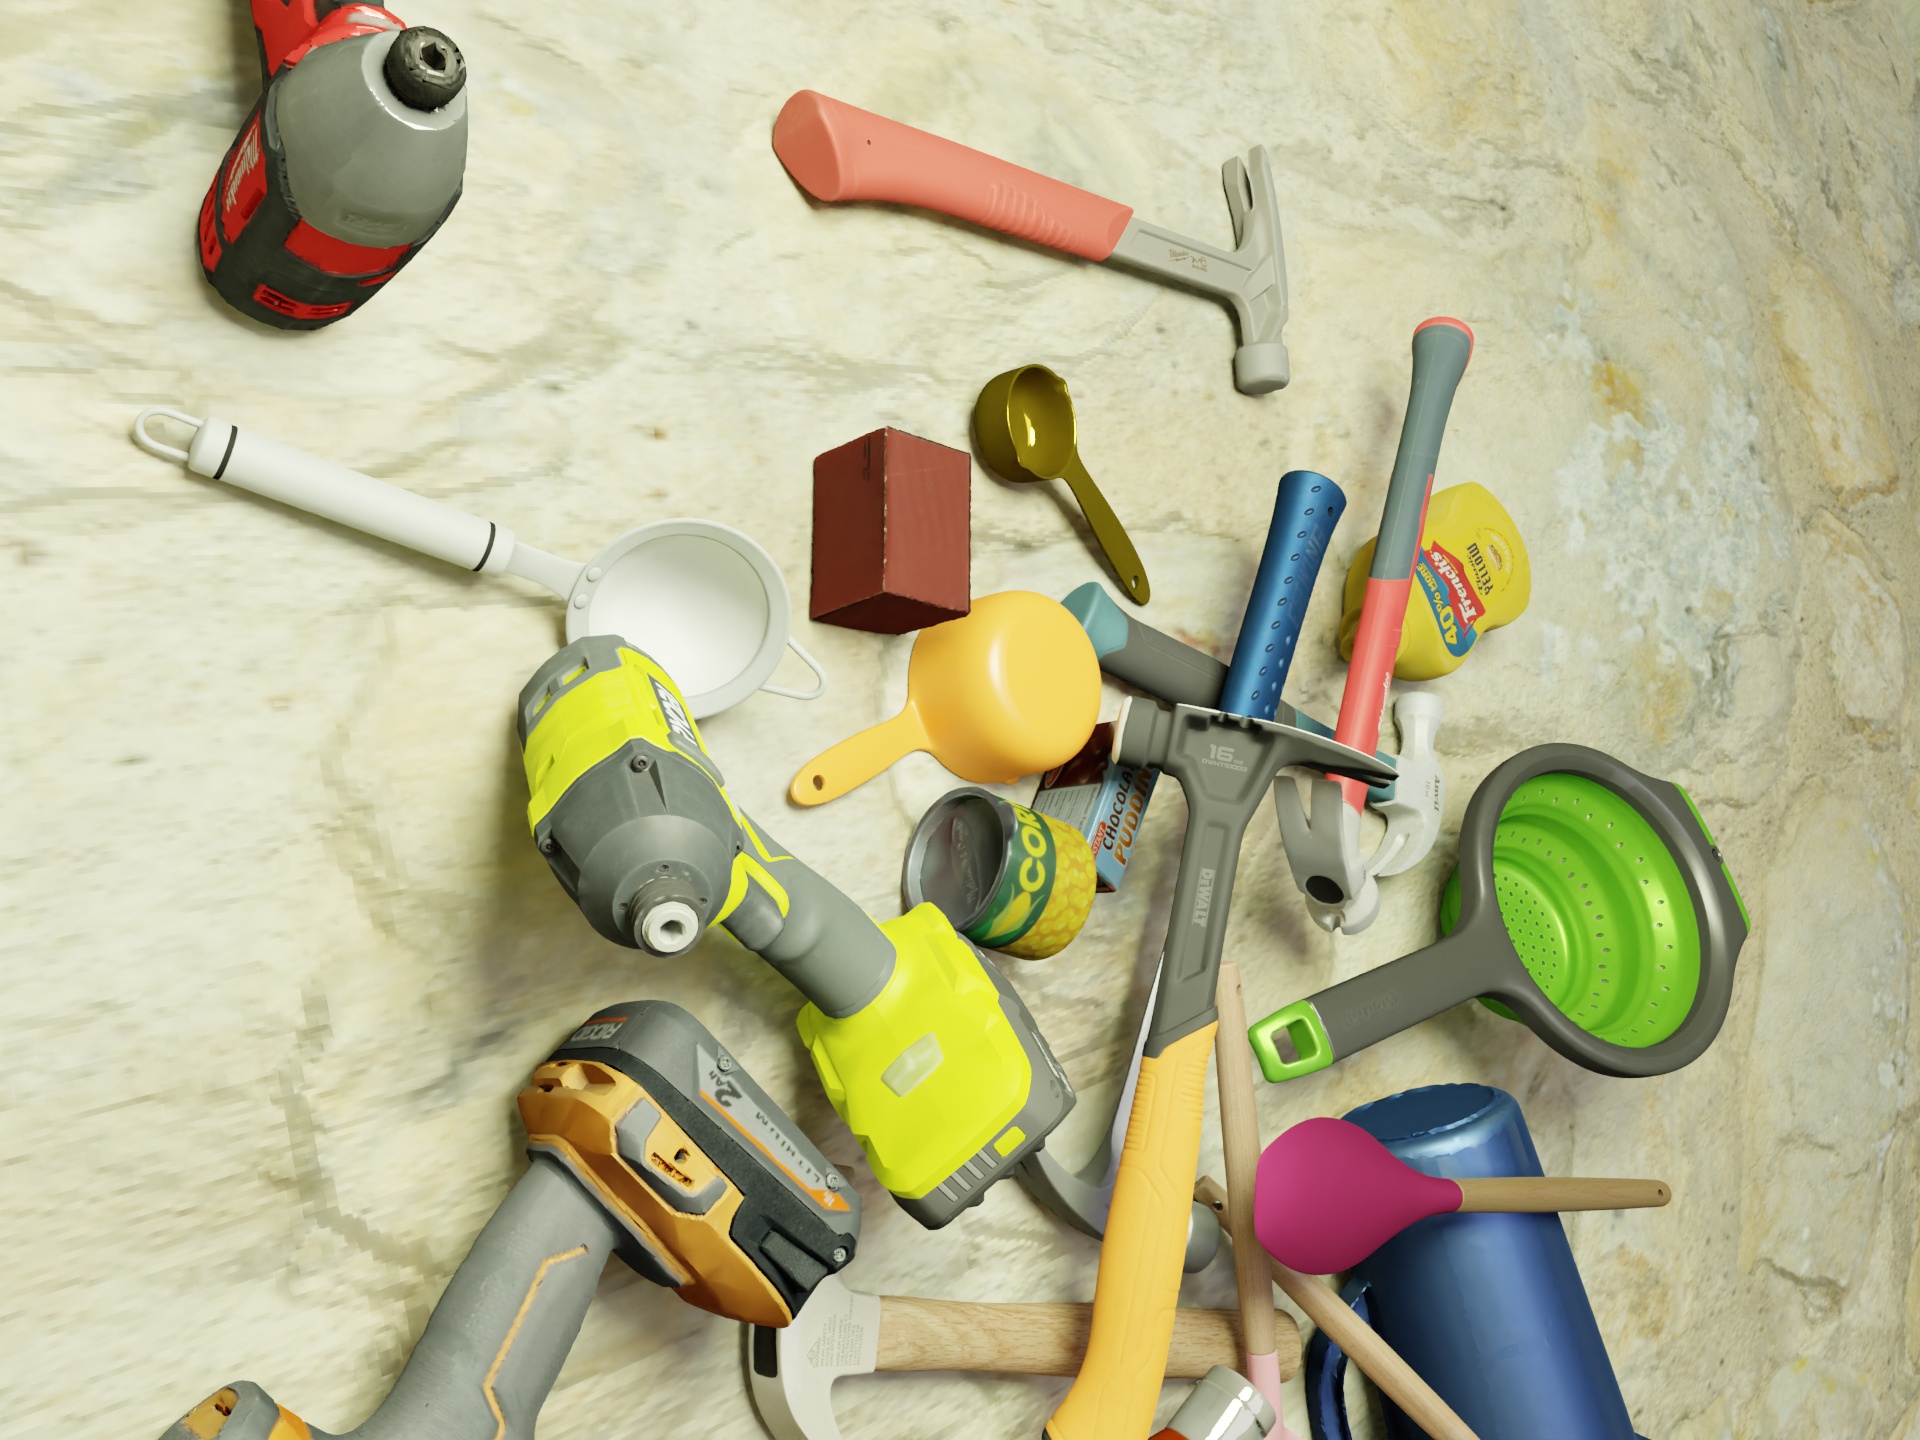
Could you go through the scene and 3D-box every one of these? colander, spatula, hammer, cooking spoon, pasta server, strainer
[{"bbox_3d":[0.300,0.141,0.940,0.397,0.094,0.205,-14,76,-32],"label":"colander"},{"bbox_3d":[0.231,0.344,0.786,0.316,0.060,0.018,45,9,6],"label":"spatula"},{"bbox_3d":[0.235,-0.085,0.877,0.143,0.038,0.387,59,43,-52],"label":"hammer"},{"bbox_3d":[0.045,0.278,0.708,0.331,0.031,0.130,21,67,-39],"label":"hammer"},{"bbox_3d":[0.255,0.231,0.775,0.318,0.017,0.069,12,77,-35],"label":"cooking spoon"},{"bbox_3d":[0.123,0.055,0.793,0.144,0.035,0.406,31,69,-33],"label":"hammer"},{"bbox_3d":[0.171,-0.001,0.887,0.330,0.033,0.128,23,65,-38],"label":"hammer"},{"bbox_3d":[0.147,0.272,0.754,0.060,0.040,0.316,-5,90,-56],"label":"pasta server"},{"bbox_3d":[0.099,0.161,0.690,0.127,0.034,0.337,12,79,5],"label":"hammer"},{"bbox_3d":[0.056,-0.272,0.835,0.359,0.037,0.149,2,80,-43],"label":"hammer"},{"bbox_3d":[-0.163,-0.062,0.582,0.258,0.050,0.087,20,111,-33],"label":"strainer"}]

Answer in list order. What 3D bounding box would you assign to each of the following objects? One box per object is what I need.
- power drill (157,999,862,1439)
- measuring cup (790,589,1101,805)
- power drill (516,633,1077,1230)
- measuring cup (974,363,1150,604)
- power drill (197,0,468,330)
[{"bbox_3d":[-0.128,0.229,0.518,0.185,0.084,0.226,51,55,-15],"label":"power drill"},{"bbox_3d":[-0.001,-0.002,0.710,0.173,0.052,0.095,-29,101,-45],"label":"measuring cup"},{"bbox_3d":[-0.061,0.080,0.568,0.080,0.171,0.223,-42,120,2],"label":"power drill"},{"bbox_3d":[0.054,-0.114,0.814,0.156,0.029,0.062,53,50,-37],"label":"measuring cup"},{"bbox_3d":[-0.203,-0.252,0.516,0.078,0.143,0.220,2,78,-40],"label":"power drill"}]
